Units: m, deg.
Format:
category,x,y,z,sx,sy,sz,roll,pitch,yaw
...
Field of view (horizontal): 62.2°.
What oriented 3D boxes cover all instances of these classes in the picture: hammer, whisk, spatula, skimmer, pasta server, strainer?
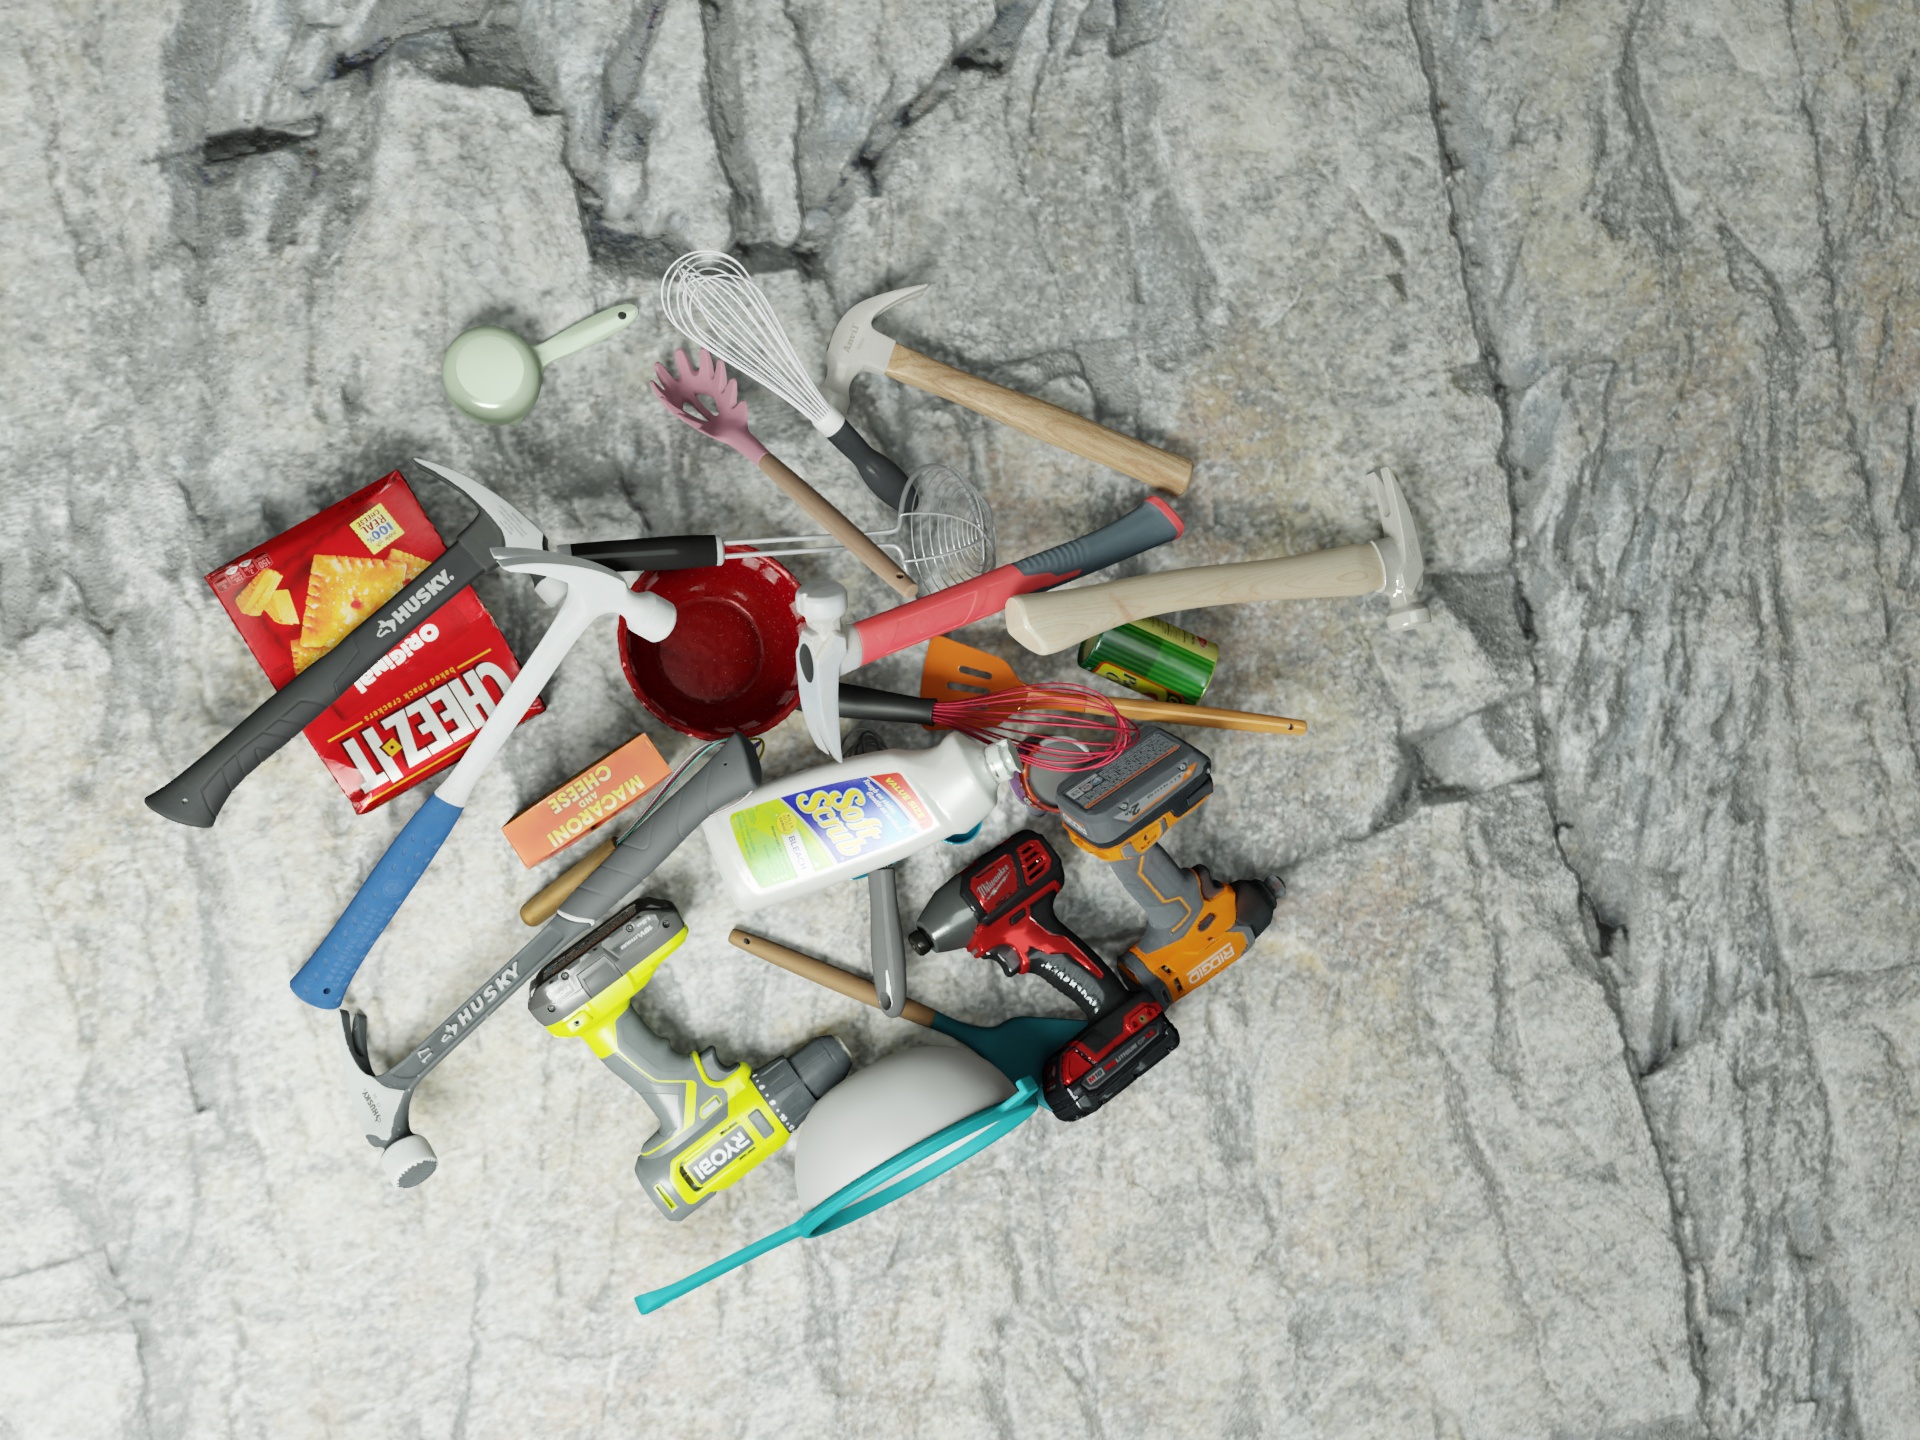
category,x,y,z,sx,sy,sz,roll,pitch,yaw
hammer,-0.382,0.048,1.191,0.144,0.035,0.405,29,101,-41
whisk,-0.002,-0.004,1.289,0.296,0.073,0.073,7,88,10
spatula,-0.043,0.236,1.322,0.317,0.044,0.082,24,71,-10
whisk,-0.068,0.124,1.305,0.055,0.055,0.239,-5,86,-13
hammer,-0.305,0.158,1.194,0.409,0.036,0.149,-43,61,1
whisk,-0.249,0.088,1.243,0.245,0.051,0.047,-36,60,10
skimmer,-0.136,-0.135,1.263,0.363,0.090,0.127,-6,93,-18
whisk,-0.128,-0.260,1.267,0.070,0.070,0.284,-52,122,-8
pasta server,-0.136,-0.191,1.227,0.060,0.040,0.316,-37,59,-17
hammer,0.035,-0.093,1.288,0.386,0.038,0.143,-24,126,-33
hammer,0.221,-0.124,1.340,0.410,0.038,0.146,-10,86,-26
spatula,0.127,-0.013,1.330,0.322,0.041,0.081,7,95,-1
hammer,-0.451,-0.047,1.161,0.335,0.035,0.146,-44,101,-12
hammer,0.046,-0.267,1.354,0.331,0.031,0.130,19,86,-12
strainer,-0.107,0.342,1.241,0.340,0.211,0.095,-24,71,-14

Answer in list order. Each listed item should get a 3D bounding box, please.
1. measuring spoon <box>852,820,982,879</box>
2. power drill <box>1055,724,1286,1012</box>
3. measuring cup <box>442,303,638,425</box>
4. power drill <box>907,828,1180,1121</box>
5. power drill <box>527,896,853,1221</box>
category,x,y,z,sx,sy,sz,roll,pitch,yaw
measuring spoon,-0.042,0.103,1.341,0.128,0.021,0.042,-26,83,-3
power drill,0.184,0.120,1.328,0.164,0.084,0.226,-32,120,-14
measuring cup,-0.332,-0.295,1.264,0.167,0.038,0.083,-29,96,-9
power drill,0.064,0.211,1.306,0.143,0.078,0.220,-33,80,-20
power drill,-0.214,0.256,1.267,0.190,0.080,0.228,-37,100,-11
